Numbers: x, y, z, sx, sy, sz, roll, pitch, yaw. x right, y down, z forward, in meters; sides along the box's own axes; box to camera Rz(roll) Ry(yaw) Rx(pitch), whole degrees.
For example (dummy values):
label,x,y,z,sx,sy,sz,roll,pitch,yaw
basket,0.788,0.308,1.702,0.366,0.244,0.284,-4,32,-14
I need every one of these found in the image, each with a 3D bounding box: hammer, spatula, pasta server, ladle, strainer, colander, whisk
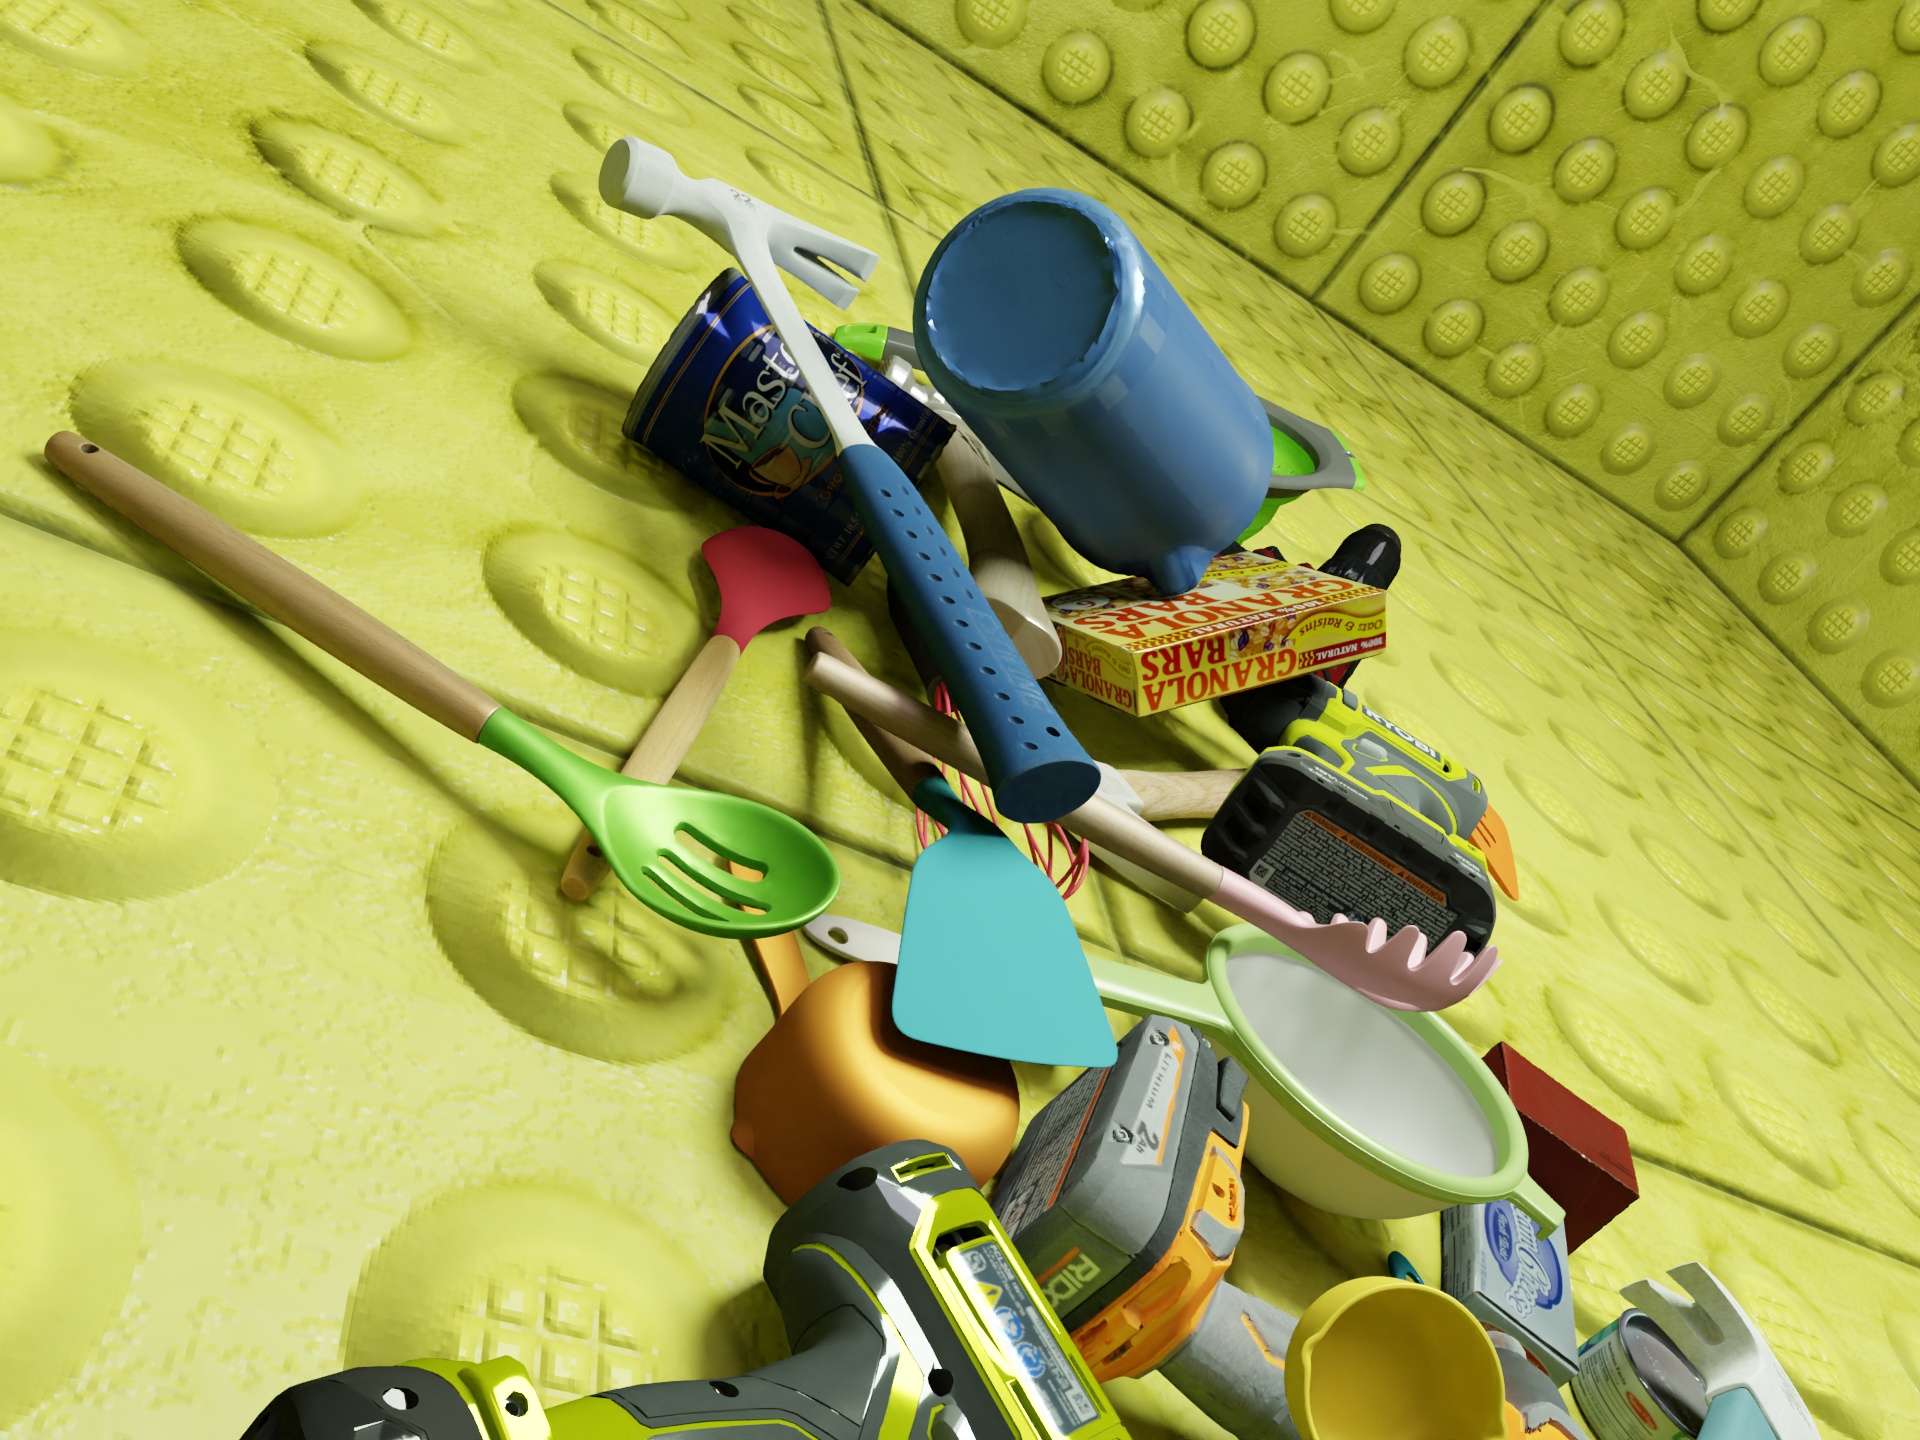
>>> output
label,x,y,z,sx,sy,sz,roll,pitch,yaw
hammer,0.021,-0.115,0.920,0.146,0.038,0.411,30,19,-18
spatula,-0.025,0.028,0.635,0.082,0.044,0.318,13,17,-24
hammer,0.154,0.043,0.894,0.331,0.031,0.130,3,42,-50
pasta server,0.081,0.046,0.634,0.316,0.040,0.060,28,-10,-14
ladle,-0.109,-0.018,0.671,0.069,0.031,0.316,26,29,-6
strainer,0.105,0.141,0.634,0.256,0.069,0.152,19,25,-22
colander,0.093,-0.202,1.176,0.397,0.094,0.205,13,31,-8
hammer,-0.040,-0.117,0.680,0.144,0.035,0.406,11,38,-40
whisk,-0.001,-0.002,0.747,0.073,0.073,0.296,24,24,-27
spatula,0.211,0.007,0.963,0.322,0.041,0.081,26,35,-6
hammer,0.241,0.265,0.517,0.330,0.033,0.128,8,52,-56

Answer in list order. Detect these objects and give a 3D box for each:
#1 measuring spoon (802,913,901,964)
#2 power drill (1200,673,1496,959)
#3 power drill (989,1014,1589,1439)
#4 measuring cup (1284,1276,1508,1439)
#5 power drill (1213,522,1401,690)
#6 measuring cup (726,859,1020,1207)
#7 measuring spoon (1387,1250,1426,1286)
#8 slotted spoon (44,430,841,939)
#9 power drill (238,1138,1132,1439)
label,x,y,z,sx,sy,sz,roll,pitch,yaw
measuring spoon,-0.007,0.103,0.618,0.124,0.018,0.034,23,34,-14
power drill,0.196,0.041,0.830,0.171,0.080,0.223,33,22,1
power drill,0.118,0.208,0.528,0.226,0.084,0.164,43,26,1
measuring cup,0.097,0.227,0.429,0.062,0.156,0.029,25,-10,-3
power drill,0.190,-0.121,1.030,0.226,0.080,0.188,48,58,-14
measuring cup,-0.039,0.091,0.545,0.095,0.052,0.174,12,38,-41
measuring spoon,0.202,0.258,0.611,0.042,0.021,0.129,18,33,-35
slotted spoon,-0.181,-0.013,0.545,0.314,0.031,0.070,32,34,3
power drill,-0.032,0.201,0.353,0.228,0.080,0.191,5,44,-52
